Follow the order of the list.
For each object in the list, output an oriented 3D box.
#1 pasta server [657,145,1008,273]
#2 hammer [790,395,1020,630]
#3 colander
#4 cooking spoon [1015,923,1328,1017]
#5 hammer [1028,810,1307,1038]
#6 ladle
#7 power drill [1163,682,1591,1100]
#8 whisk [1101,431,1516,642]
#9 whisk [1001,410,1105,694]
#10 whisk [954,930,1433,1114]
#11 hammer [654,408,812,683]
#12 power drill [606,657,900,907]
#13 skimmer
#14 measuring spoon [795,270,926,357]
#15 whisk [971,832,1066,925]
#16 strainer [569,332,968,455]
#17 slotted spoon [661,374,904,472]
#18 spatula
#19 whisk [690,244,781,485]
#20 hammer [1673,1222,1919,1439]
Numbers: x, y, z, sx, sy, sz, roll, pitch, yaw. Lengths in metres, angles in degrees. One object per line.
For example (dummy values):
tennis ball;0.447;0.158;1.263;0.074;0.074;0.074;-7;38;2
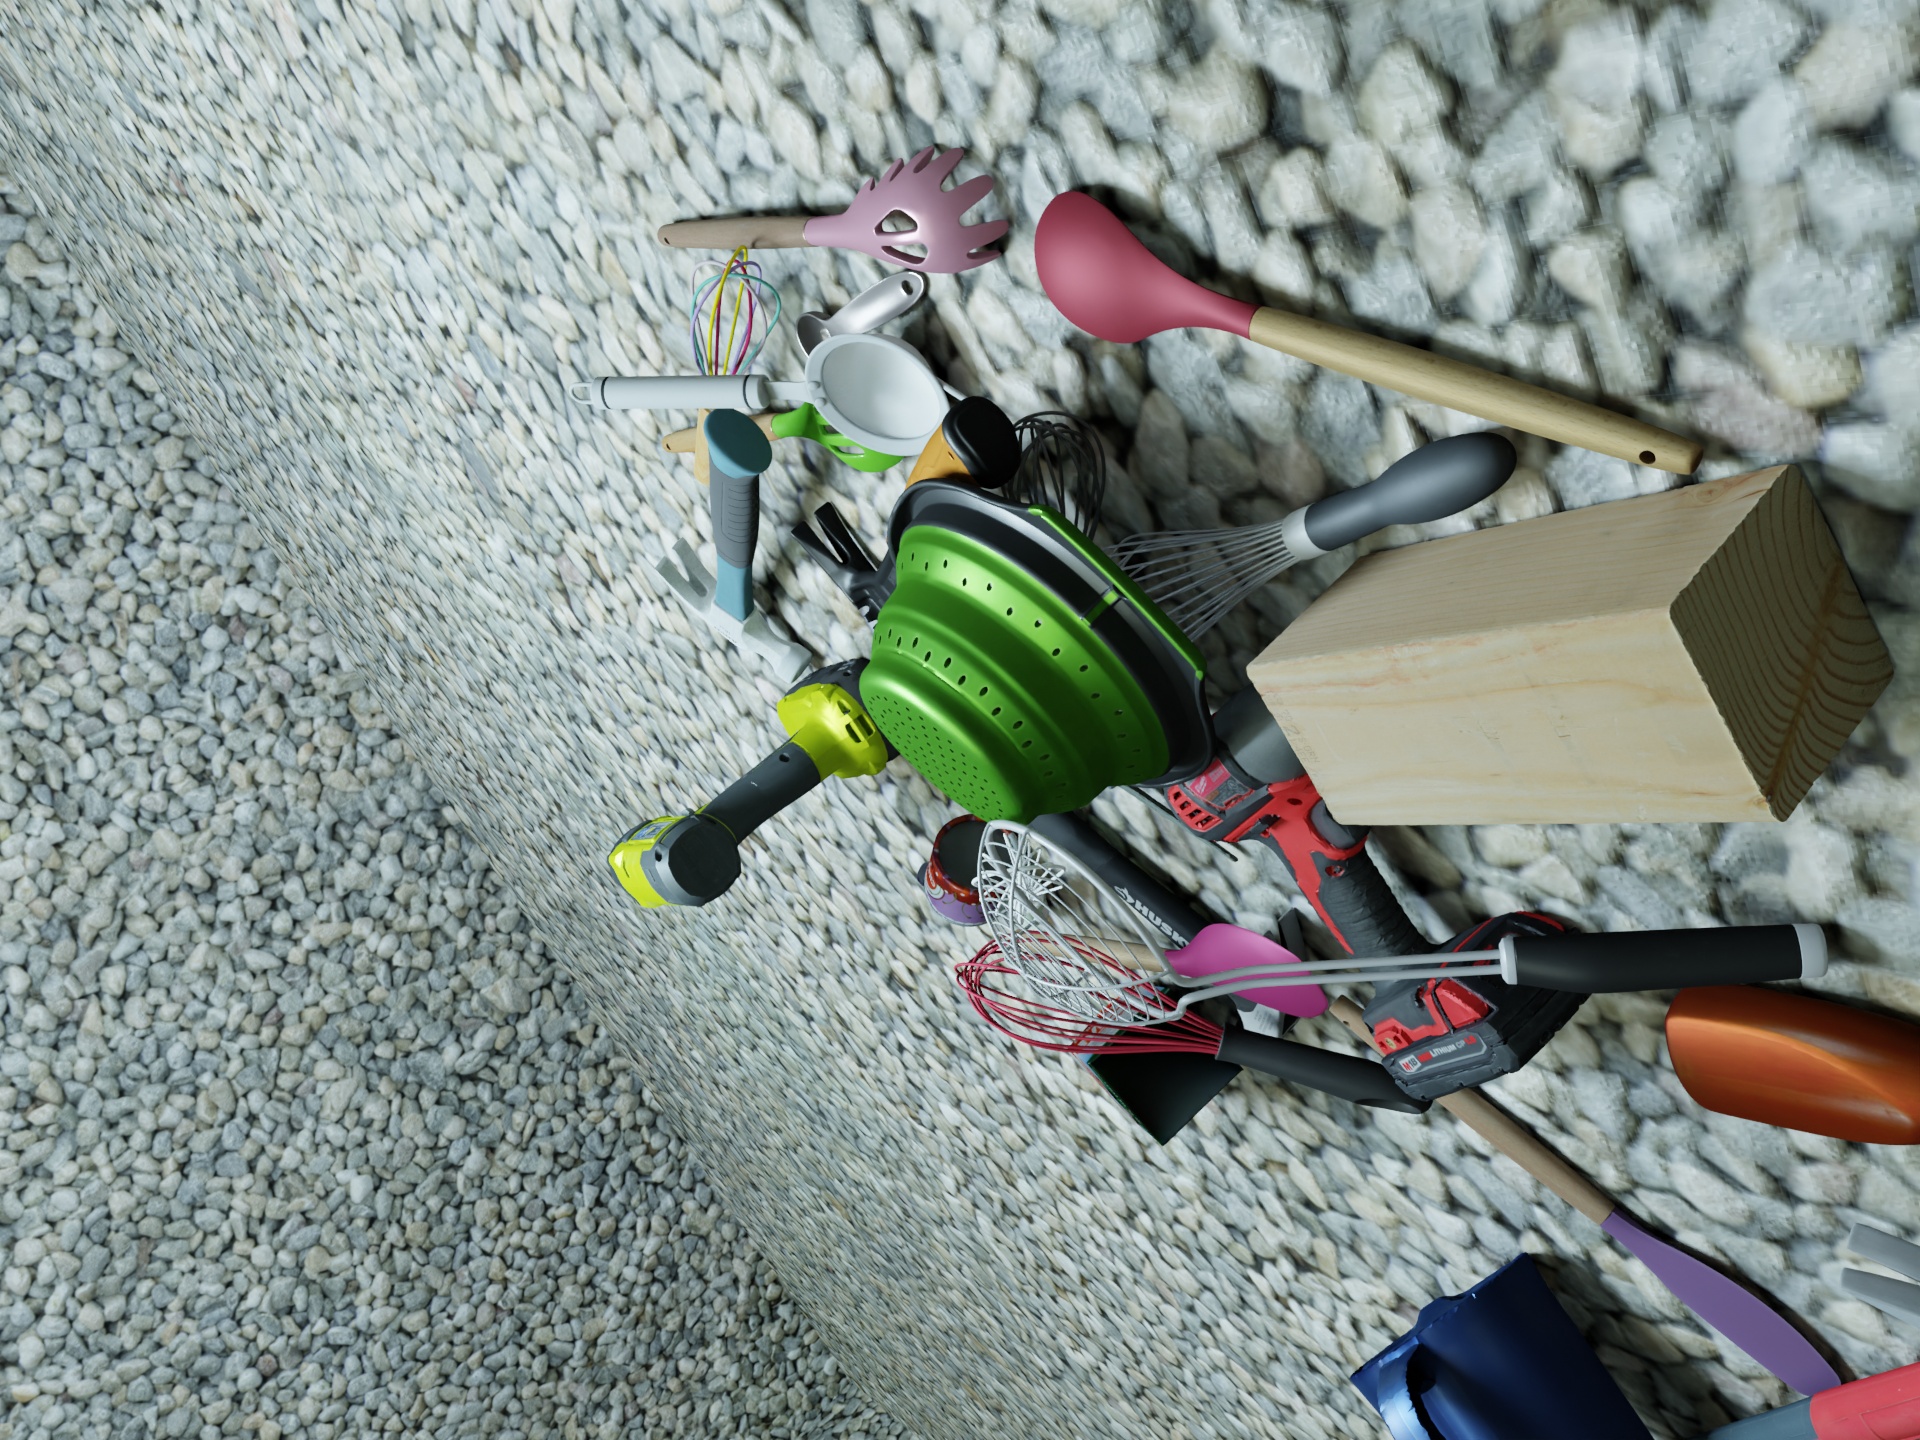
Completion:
pasta server;-0.086;-0.268;0.861;0.316;0.040;0.060;22;143;52
hammer;-0.029;-0.113;0.898;0.127;0.034;0.337;50;165;0
colander;-0.001;-0.003;0.865;0.204;0.094;0.397;44;165;-5
cooking spoon;0.118;0.152;1.019;0.068;0.017;0.319;56;155;-15
hammer;0.086;0.083;1.040;0.335;0.035;0.146;39;153;23
ladle;0.143;-0.153;0.643;0.316;0.031;0.069;29;147;35
power drill;0.203;0.074;0.796;0.220;0.078;0.143;49;154;9
whisk;0.138;-0.078;0.724;0.070;0.070;0.284;55;149;-9
whisk;0.060;-0.074;0.866;0.055;0.055;0.238;33;155;31
whisk;0.138;0.188;0.963;0.296;0.073;0.073;15;146;8
hammer;-0.152;-0.119;1.079;0.128;0.033;0.331;36;162;3
power drill;-0.154;0.052;1.166;0.080;0.223;0.171;57;154;-12
skimmer;0.181;0.086;0.718;0.363;0.090;0.127;-5;139;18
measuring spoon;-0.052;-0.226;0.878;0.124;0.018;0.034;-10;115;54
whisk;0.045;0.116;1.070;0.246;0.059;0.058;66;-165;-77
strainer;-0.106;-0.187;0.891;0.258;0.050;0.086;3;143;18
slotted spoon;-0.127;-0.187;1.033;0.314;0.031;0.070;9;128;56
spatula;0.338;0.257;0.884;0.316;0.018;0.059;38;154;22
whisk;-0.144;-0.209;0.970;0.245;0.051;0.047;122;141;-68
hammer;0.430;0.350;0.809;0.143;0.038;0.386;26;151;13
